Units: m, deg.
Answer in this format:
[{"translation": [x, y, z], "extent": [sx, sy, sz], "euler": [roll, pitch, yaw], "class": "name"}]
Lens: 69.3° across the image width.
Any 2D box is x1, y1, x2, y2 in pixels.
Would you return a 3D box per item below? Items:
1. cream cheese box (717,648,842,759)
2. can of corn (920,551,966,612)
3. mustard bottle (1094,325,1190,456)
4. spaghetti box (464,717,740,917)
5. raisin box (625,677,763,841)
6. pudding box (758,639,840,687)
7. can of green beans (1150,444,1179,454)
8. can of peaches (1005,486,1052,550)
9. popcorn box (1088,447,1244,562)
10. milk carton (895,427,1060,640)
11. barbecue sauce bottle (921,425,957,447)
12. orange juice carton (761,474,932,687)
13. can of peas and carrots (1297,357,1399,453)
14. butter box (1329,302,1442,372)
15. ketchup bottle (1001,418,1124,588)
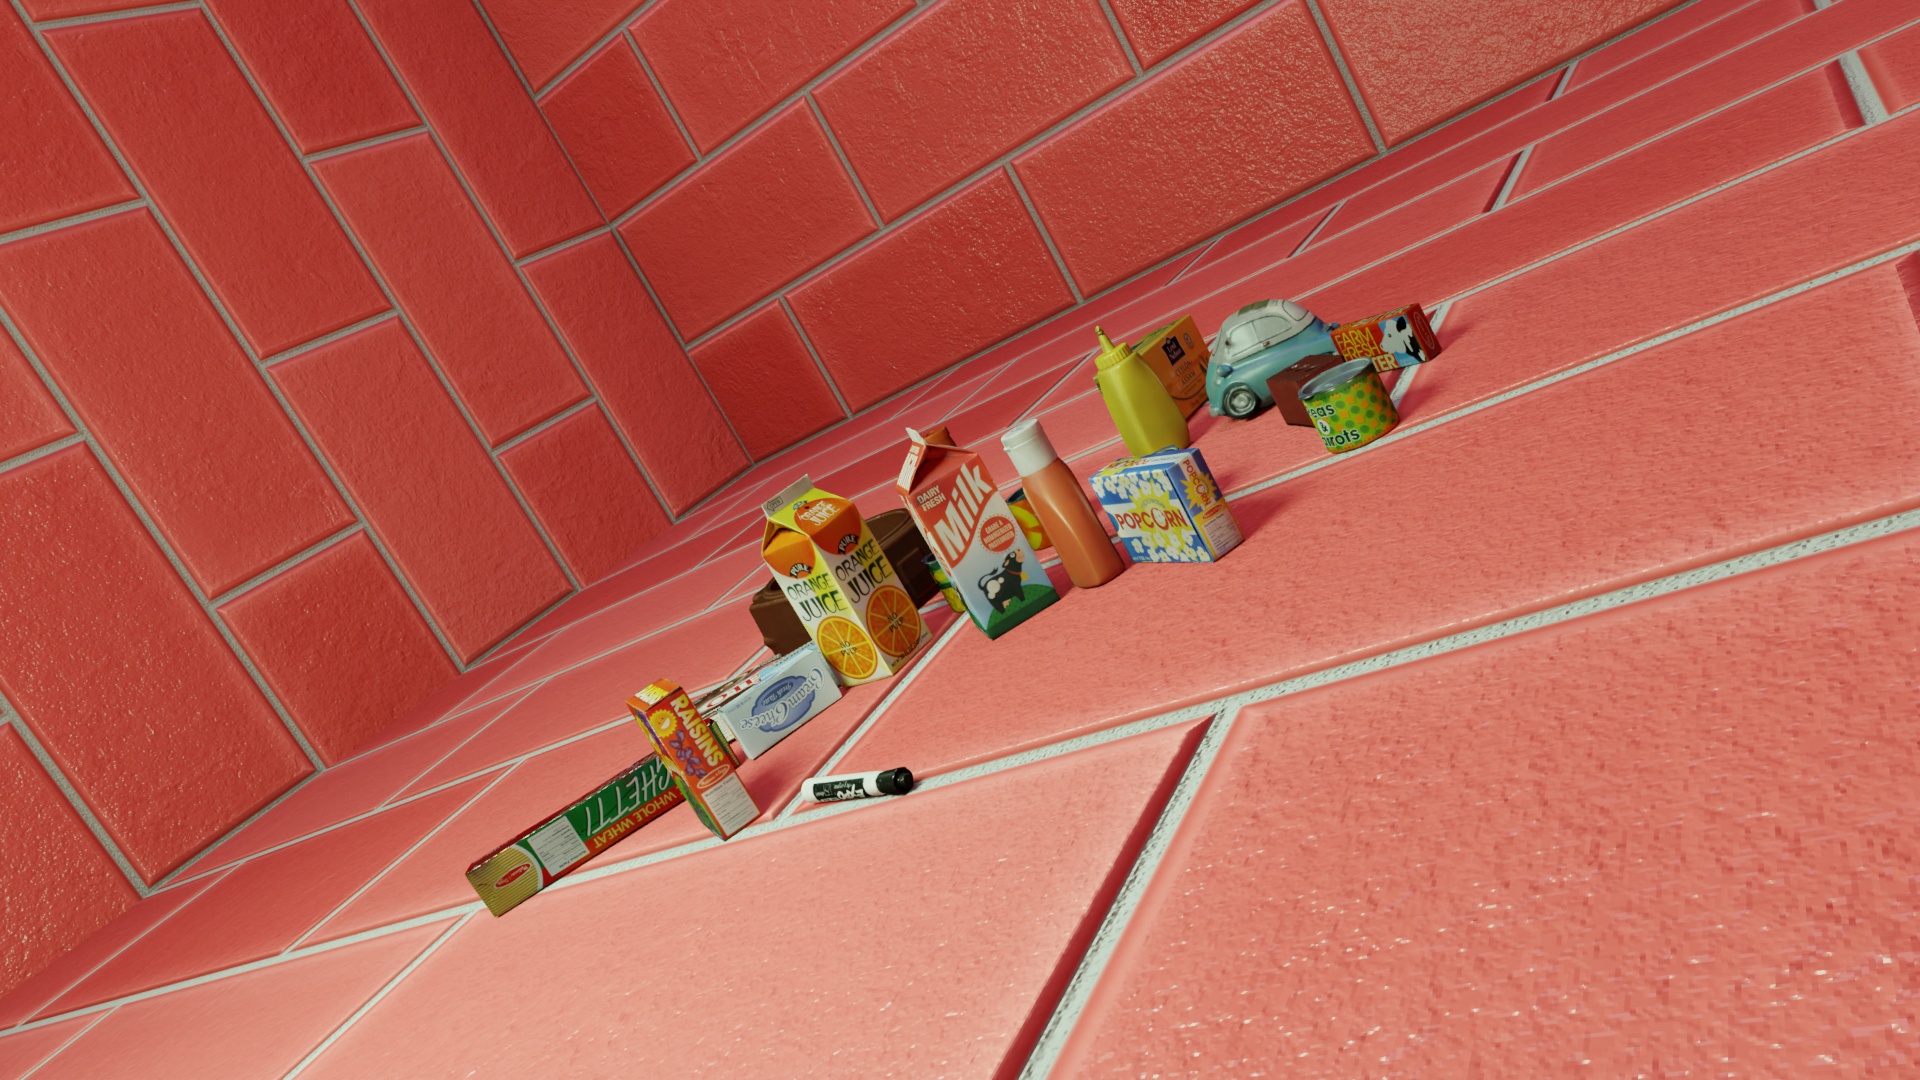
[{"translation": [-0.164, 0.149, 1.269], "extent": [0.104, 0.053, 0.024], "euler": [-35, 12, -23], "class": "cream cheese box"}, {"translation": [0.005, 0.030, 1.354], "extent": [0.071, 0.058, 0.071], "euler": [-29, 11, 6], "class": "can of corn"}, {"translation": [0.183, -0.157, 1.466], "extent": [0.065, 0.160, 0.048], "euler": [-34, 12, -22], "class": "mustard bottle"}, {"translation": [-0.316, 0.245, 1.239], "extent": [0.250, 0.050, 0.029], "euler": [-32, 11, -9], "class": "spaghetti box"}, {"translation": [-0.214, 0.173, 1.111], "extent": [0.040, 0.123, 0.086], "euler": [-34, 12, -19], "class": "raisin box"}, {"translation": [-0.146, 0.127, 1.328], "extent": [0.084, 0.049, 0.030], "euler": [-31, 11, -6], "class": "pudding box"}, {"translation": [0.178, -0.043, 1.240], "extent": [0.071, 0.057, 0.071], "euler": [-29, 11, 6], "class": "can of green beans"}, {"translation": [0.088, -0.031, 1.410], "extent": [0.071, 0.058, 0.071], "euler": [-29, 11, 6], "class": "can of peaches"}, {"translation": [0.166, -0.027, 1.129], "extent": [0.038, 0.085, 0.126], "euler": [-34, 12, -20], "class": "popcorn box"}, {"translation": [0.004, -0.015, 1.213], "extent": [0.073, 0.190, 0.072], "euler": [-31, 11, -6], "class": "milk carton"}, {"translation": [0.004, -0.049, 1.469], "extent": [0.043, 0.148, 0.065], "euler": [-29, 11, 5], "class": "barbecue sauce bottle"}, {"translation": [-0.114, 0.034, 1.288], "extent": [0.073, 0.192, 0.072], "euler": [-20, 15, 42], "class": "orange juice carton"}, {"translation": [0.326, -0.112, 1.171], "extent": [0.071, 0.058, 0.071], "euler": [-29, 11, 6], "class": "can of peas and carrots"}, {"translation": [0.404, -0.189, 1.326], "extent": [0.024, 0.053, 0.103], "euler": [-35, 12, -25], "class": "butter box"}, {"translation": [0.085, -0.031, 1.189], "extent": [0.043, 0.148, 0.064], "euler": [-33, 11, -15], "class": "ketchup bottle"}]
